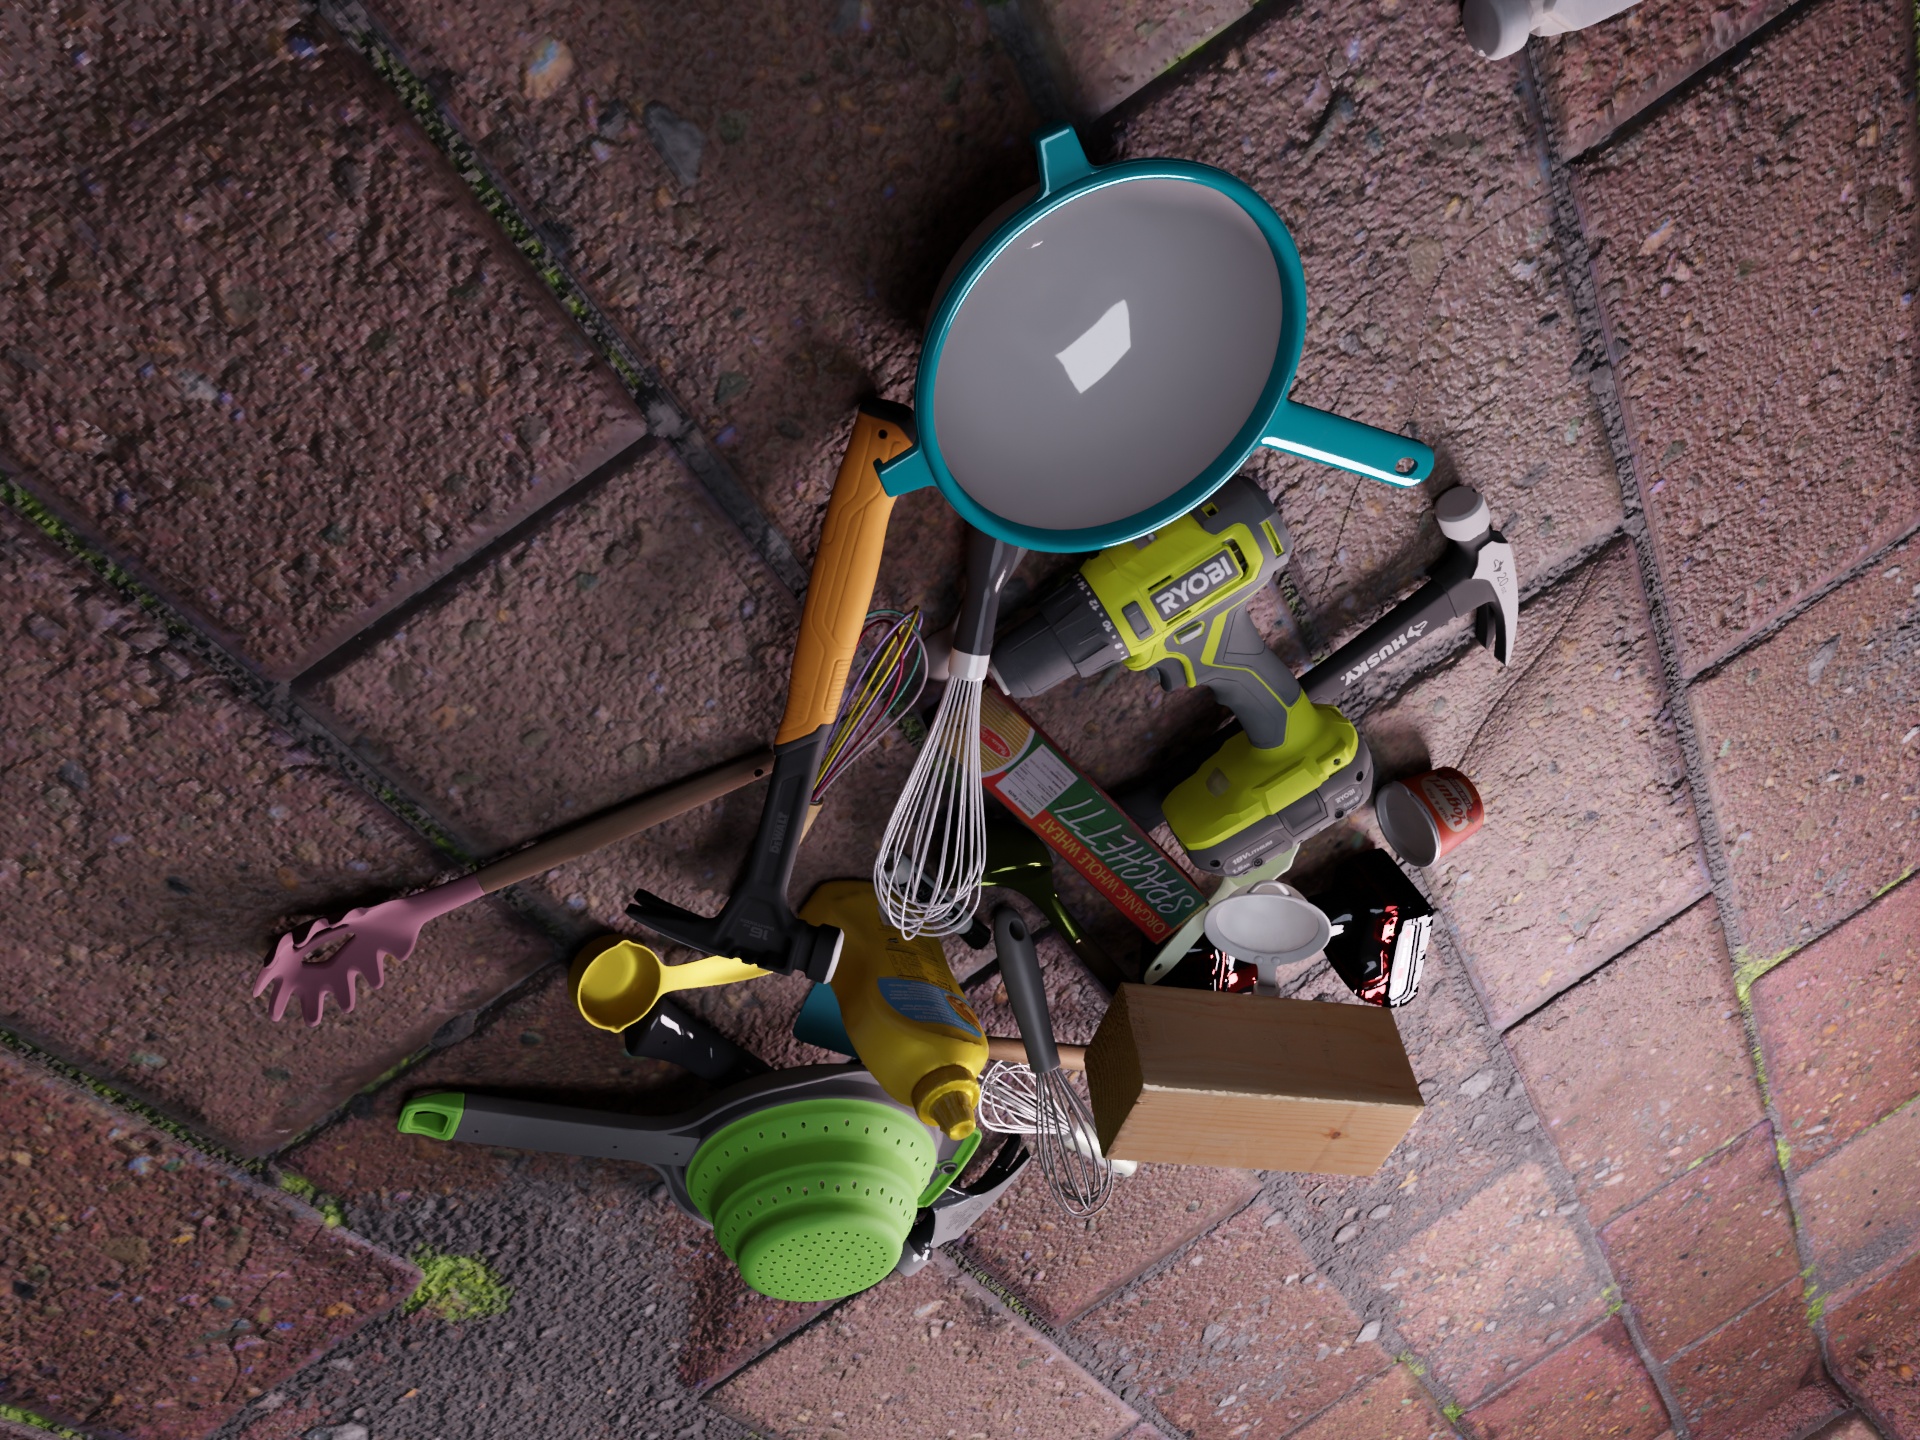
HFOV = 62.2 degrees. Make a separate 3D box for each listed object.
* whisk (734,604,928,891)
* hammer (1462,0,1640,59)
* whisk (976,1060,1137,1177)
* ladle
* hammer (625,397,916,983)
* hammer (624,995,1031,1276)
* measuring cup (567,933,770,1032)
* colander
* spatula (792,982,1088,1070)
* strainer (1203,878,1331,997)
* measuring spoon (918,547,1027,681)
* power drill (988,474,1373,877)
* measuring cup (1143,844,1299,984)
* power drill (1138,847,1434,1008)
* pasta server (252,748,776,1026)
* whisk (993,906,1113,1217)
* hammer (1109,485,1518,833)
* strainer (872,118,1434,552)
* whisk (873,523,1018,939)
[{"bbox_3d":[-0.084,0.030,0.956,0.051,0.047,0.245,12,122,-34],"label":"whisk"},{"bbox_3d":[0.290,-0.514,0.719,0.143,0.038,0.385,-26,132,-7],"label":"hammer"},{"bbox_3d":[0.080,0.322,1.264,0.246,0.058,0.059,42,69,-46],"label":"whisk"},{"bbox_3d":[0.091,0.174,1.108,0.078,0.062,0.319,-18,129,32],"label":"ladle"},{"bbox_3d":[-0.090,-0.016,0.886,0.127,0.034,0.336,17,108,-1],"label":"hammer"},{"bbox_3d":[-0.096,0.294,1.161,0.149,0.036,0.408,-40,132,6],"label":"hammer"},{"bbox_3d":[-0.180,0.158,1.024,0.156,0.029,0.062,-4,108,-39],"label":"measuring cup"},{"bbox_3d":[-0.173,0.315,1.062,0.396,0.095,0.204,13,129,-23],"label":"colander"},{"bbox_3d":[0.033,0.232,1.165,0.317,0.044,0.082,15,115,-33],"label":"spatula"},{"bbox_3d":[0.218,0.187,1.141,0.087,0.050,0.258,3,131,12],"label":"strainer"},{"bbox_3d":[0.015,-0.072,0.942,0.034,0.018,0.124,18,115,-35],"label":"measuring spoon"},{"bbox_3d":[0.142,-0.015,0.988,0.190,0.080,0.228,-32,118,3],"label":"power drill"},{"bbox_3d":[0.176,0.114,1.132,0.167,0.038,0.083,-51,132,0],"label":"measuring cup"},{"bbox_3d":[0.240,0.185,1.217,0.219,0.079,0.143,-12,128,-13],"label":"power drill"},{"bbox_3d":[-0.251,0.088,0.922,0.316,0.040,0.060,-23,130,-10],"label":"pasta server"},{"bbox_3d":[0.063,0.244,1.133,0.055,0.055,0.239,-18,100,-13],"label":"whisk"},{"bbox_3d":[0.234,-0.012,1.085,0.335,0.035,0.146,-36,132,3],"label":"hammer"},{"bbox_3d":[0.115,-0.190,0.850,0.340,0.095,0.211,9,124,-34],"label":"strainer"},{"bbox_3d":[-0.001,-0.003,0.934,0.070,0.070,0.284,4,106,-28],"label":"whisk"}]
